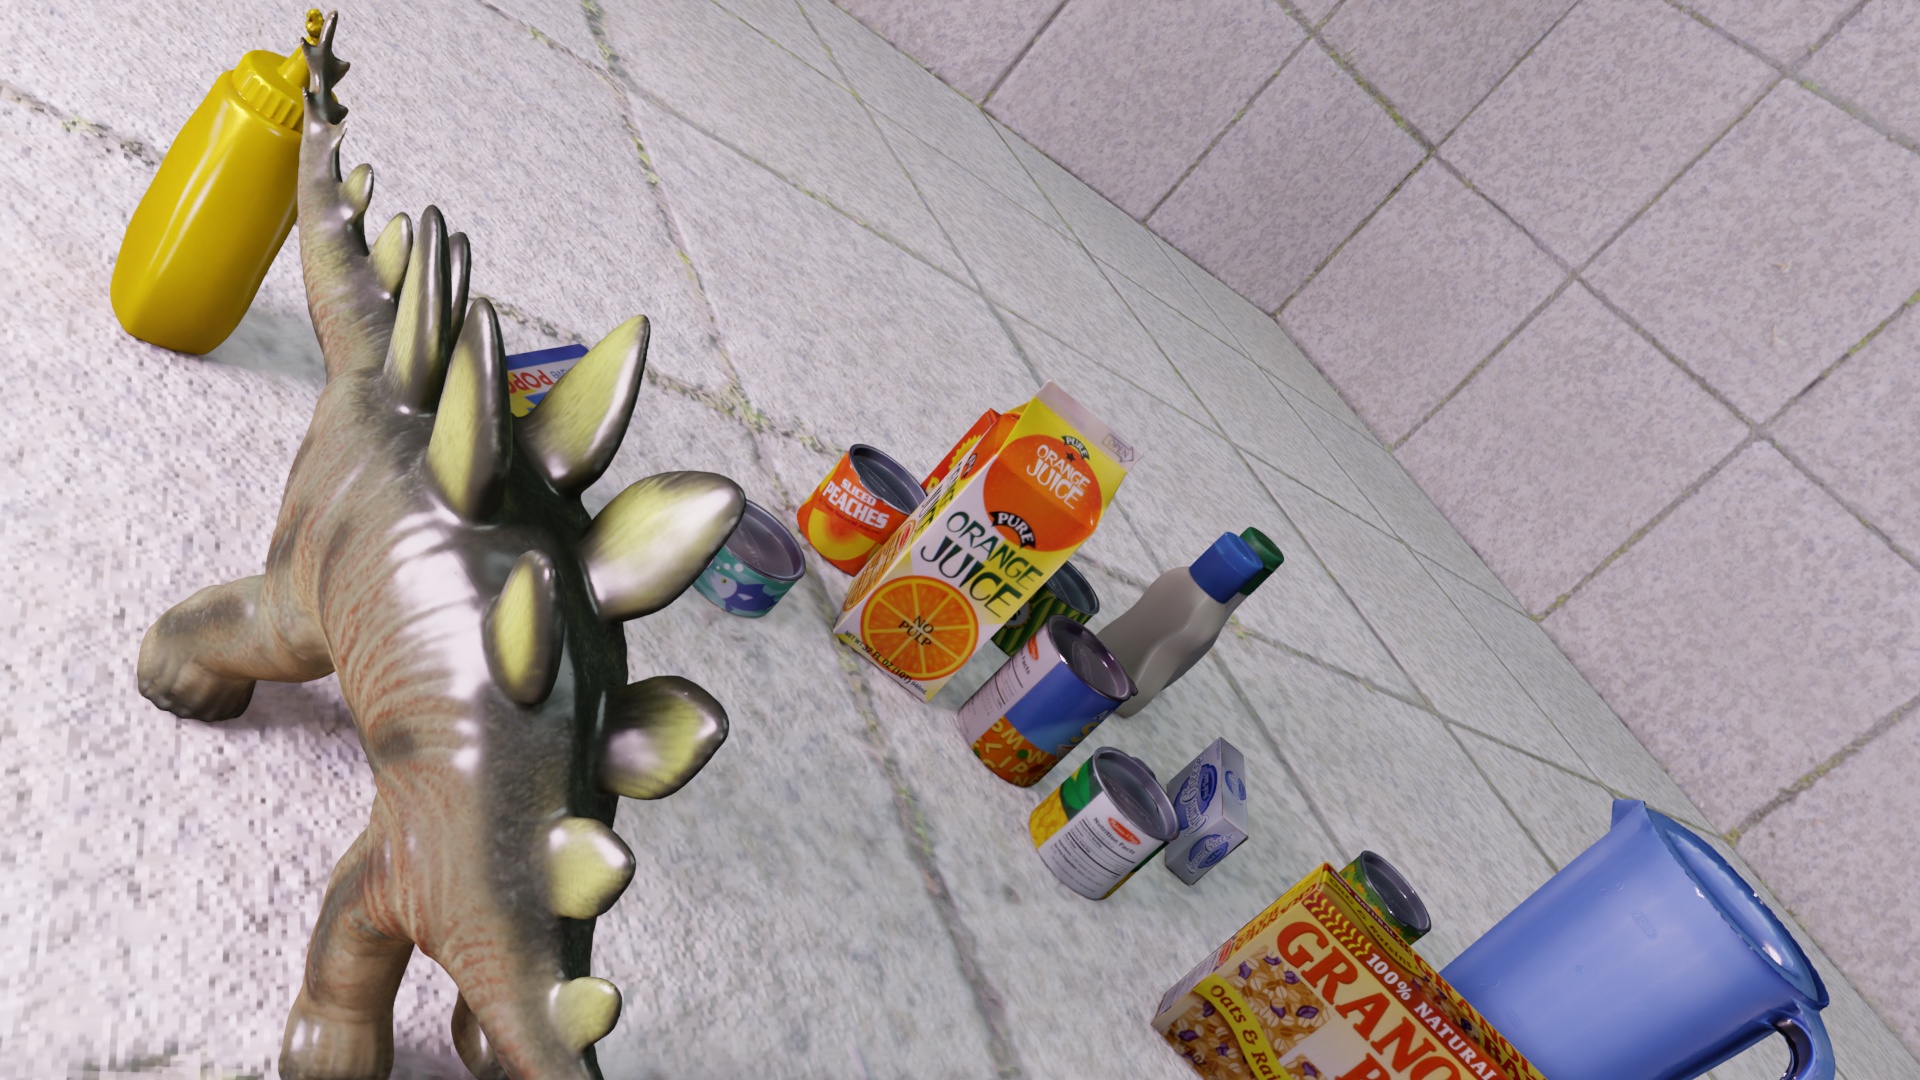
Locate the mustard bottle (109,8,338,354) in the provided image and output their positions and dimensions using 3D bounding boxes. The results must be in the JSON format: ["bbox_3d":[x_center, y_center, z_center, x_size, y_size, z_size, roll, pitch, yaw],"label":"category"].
[{"bbox_3d":[-0.301,-0.152,0.581,0.049,0.159,0.065,19,32,-47],"label":"mustard bottle"}]

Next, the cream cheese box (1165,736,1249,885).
[{"bbox_3d":[0.161,0.176,0.909,0.024,0.053,0.104,40,22,-7],"label":"cream cheese box"}]

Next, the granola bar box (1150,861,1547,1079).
[{"bbox_3d":[0.202,0.266,0.715,0.165,0.124,0.039,45,21,6],"label":"granola bar box"}]

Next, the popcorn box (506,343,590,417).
[{"bbox_3d":[-0.213,-0.041,0.626,0.038,0.085,0.127,44,21,4],"label":"popcorn box"}]

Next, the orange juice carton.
[{"bbox_3d":[0.015,-0.004,0.804,0.072,0.192,0.073,38,22,-12],"label":"orange juice carton"}]

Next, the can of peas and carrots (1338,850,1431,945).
[{"bbox_3d":[0.277,0.257,0.949,0.071,0.058,0.071,36,22,-17],"label":"can of peas and carrots"}]

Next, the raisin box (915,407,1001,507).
[{"bbox_3d":[0.003,-0.011,0.891,0.040,0.123,0.086,27,26,-36],"label":"raisin box"}]

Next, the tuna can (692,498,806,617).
[{"bbox_3d":[-0.122,0.008,0.762,0.071,0.032,0.071,36,23,-17],"label":"tuna can"}]

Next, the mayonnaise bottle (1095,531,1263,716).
[{"bbox_3d":[0.150,0.057,0.984,0.041,0.147,0.065,26,27,-38],"label":"mayonnaise bottle"}]

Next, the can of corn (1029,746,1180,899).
[{"bbox_3d":[0.082,0.161,0.796,0.071,0.058,0.071,36,22,-17],"label":"can of corn"}]

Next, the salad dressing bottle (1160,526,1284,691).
[{"bbox_3d":[0.178,0.052,1.041,0.064,0.147,0.044,24,28,-39],"label":"salad dressing bottle"}]

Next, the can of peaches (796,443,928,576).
[{"bbox_3d":[-0.062,-0.018,0.880,0.071,0.058,0.071,36,22,-17],"label":"can of peaches"}]

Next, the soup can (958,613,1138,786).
[{"bbox_3d":[0.052,0.097,0.826,0.071,0.083,0.072,36,22,-17],"label":"soup can"}]

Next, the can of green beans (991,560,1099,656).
[{"bbox_3d":[0.053,0.045,0.960,0.071,0.057,0.071,36,22,-17],"label":"can of green beans"}]
